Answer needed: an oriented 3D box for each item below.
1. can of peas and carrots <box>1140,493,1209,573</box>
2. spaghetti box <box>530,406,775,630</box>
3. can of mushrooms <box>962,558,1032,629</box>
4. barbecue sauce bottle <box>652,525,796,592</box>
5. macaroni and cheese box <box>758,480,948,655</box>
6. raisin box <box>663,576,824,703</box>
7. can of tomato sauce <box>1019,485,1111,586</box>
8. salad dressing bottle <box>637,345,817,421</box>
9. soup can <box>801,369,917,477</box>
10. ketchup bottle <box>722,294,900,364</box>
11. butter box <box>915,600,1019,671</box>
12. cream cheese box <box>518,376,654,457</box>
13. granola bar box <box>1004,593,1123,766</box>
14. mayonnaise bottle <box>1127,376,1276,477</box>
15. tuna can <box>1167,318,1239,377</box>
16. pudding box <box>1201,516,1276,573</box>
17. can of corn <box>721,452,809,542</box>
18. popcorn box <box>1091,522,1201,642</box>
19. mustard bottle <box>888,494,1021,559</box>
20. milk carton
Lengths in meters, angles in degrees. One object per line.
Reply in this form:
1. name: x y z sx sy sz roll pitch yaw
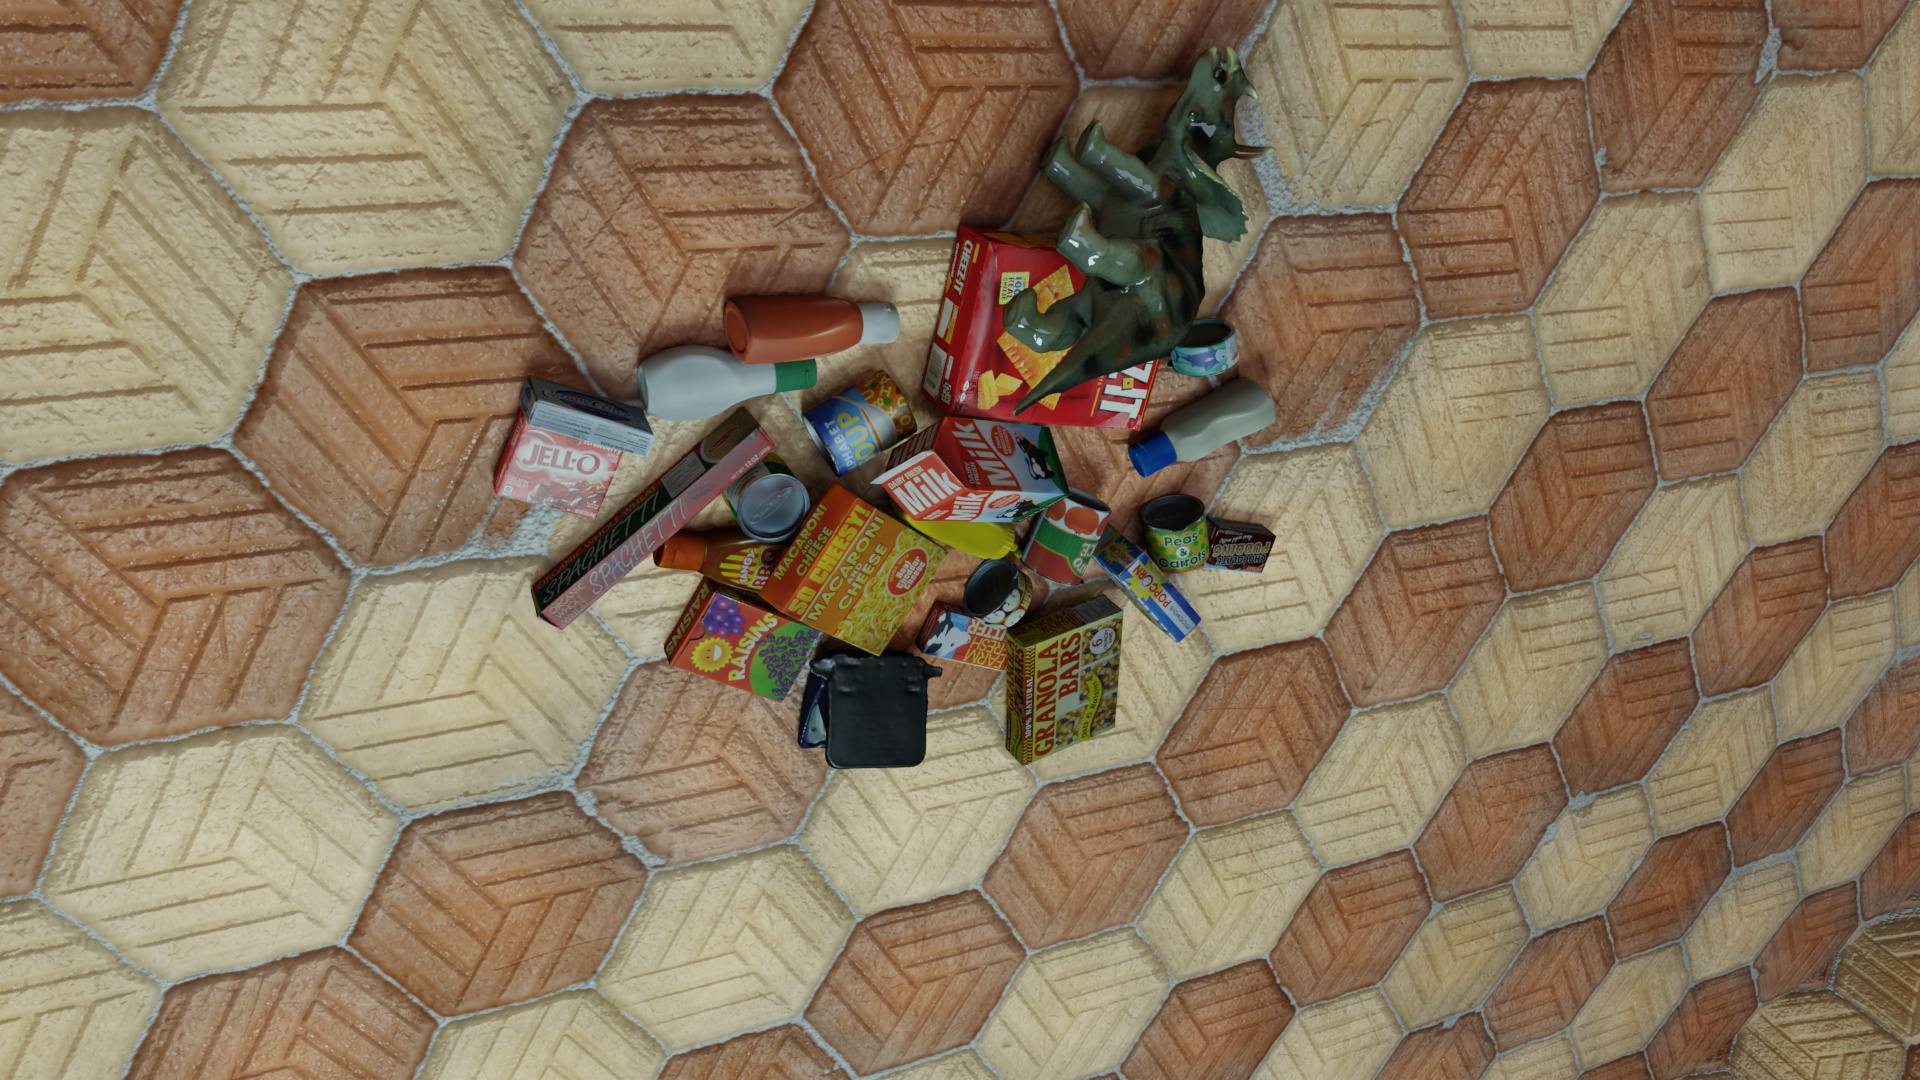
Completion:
1. can of peas and carrots: 0.225 -0.006 1.445 0.071 0.071 0.058 -23 124 -14
2. spaghetti box: -0.269 -0.020 1.209 0.250 0.050 0.028 -41 127 -1
3. can of mushrooms: 0.039 0.052 1.386 0.033 0.071 0.071 36 96 -36
4. barbecue sauce bottle: -0.203 0.014 1.263 0.149 0.044 0.064 8 116 -29
5. macaroni and cheese box: -0.096 0.029 1.283 0.123 0.040 0.166 -57 146 0
6. raisin box: -0.204 0.094 1.307 0.123 0.040 0.086 25 104 -33
7. can of tomato sauce: 0.107 -0.005 1.389 0.071 0.071 0.082 13 109 -31
8. salad dressing bottle: -0.198 -0.139 1.186 0.148 0.044 0.064 -10 123 -22
9. soup can: -0.089 -0.104 1.240 0.084 0.071 0.071 -31 125 -9
10. ketchup bottle: -0.124 -0.184 1.189 0.149 0.065 0.043 -9 140 -31
11. butter box: 0.009 0.099 1.423 0.103 0.024 0.053 15 108 -31
12. cream cheese box: -0.307 -0.102 1.145 0.104 0.053 0.024 16 110 -31
13. granola bar box: 0.108 0.148 1.472 0.124 0.039 0.164 -19 129 -25
14. mayonnaise bottle: 0.242 -0.112 1.406 0.148 0.065 0.041 -28 128 -6
15. tuna can: 0.236 -0.189 1.359 0.071 0.071 0.032 -23 123 -14
16. pudding box: 0.297 0.006 1.512 0.084 0.030 0.049 7 113 -29
17. can of corn: -0.173 -0.038 1.240 0.071 0.058 0.070 -11 120 -21
18. popcorn box: 0.187 0.043 1.443 0.038 0.085 0.126 -44 125 0
19. mustard bottle: 0.005 -0.017 1.339 0.160 0.065 0.048 26 102 -39
20. milk carton: 0.008 -0.062 1.256 0.072 0.073 0.191 -29 161 38
